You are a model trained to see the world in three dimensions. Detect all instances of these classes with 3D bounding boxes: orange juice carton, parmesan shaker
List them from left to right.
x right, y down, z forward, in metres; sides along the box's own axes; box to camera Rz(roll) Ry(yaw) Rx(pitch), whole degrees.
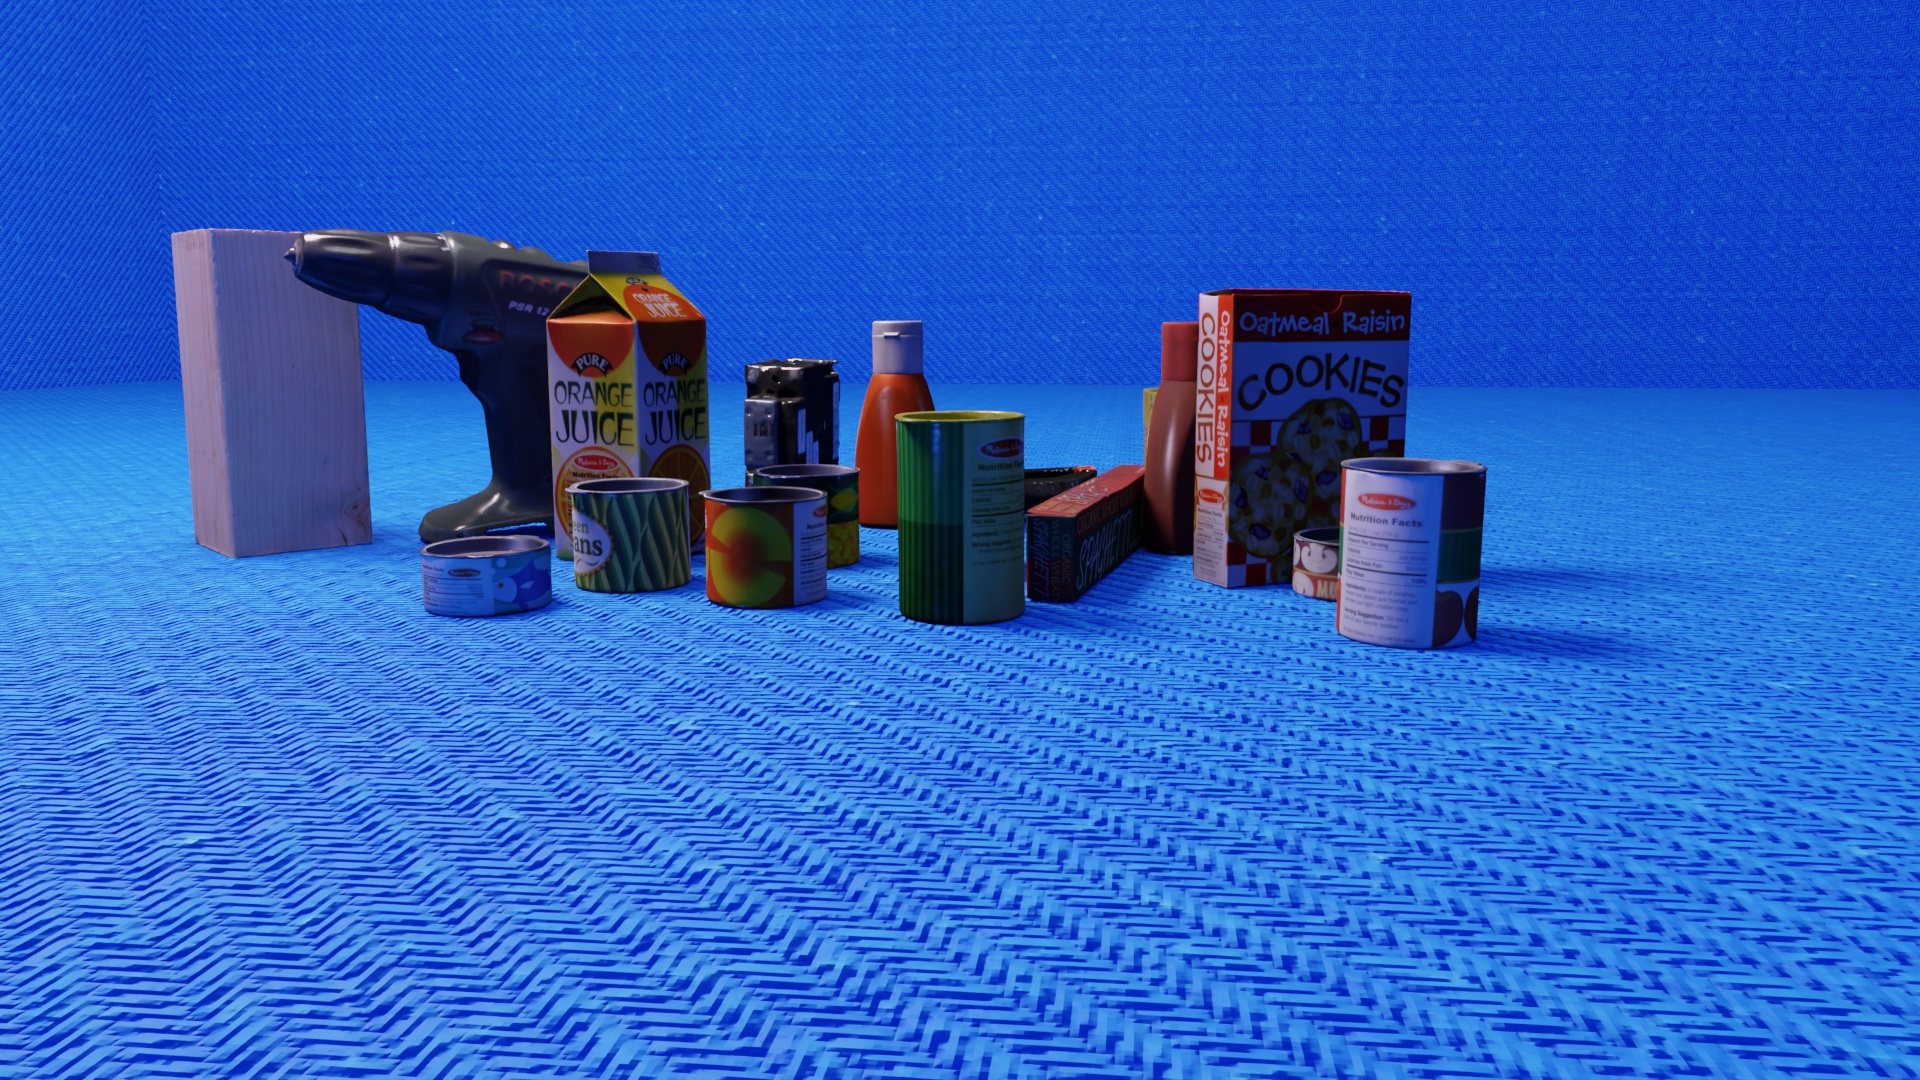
[{"bbox_3d":[-0.208,-0.085,0.875,0.073,0.192,0.072,4,10,26],"label":"orange juice carton"},{"bbox_3d":[-0.002,-0.013,0.711,0.071,0.103,0.071,0,9,0],"label":"parmesan shaker"}]

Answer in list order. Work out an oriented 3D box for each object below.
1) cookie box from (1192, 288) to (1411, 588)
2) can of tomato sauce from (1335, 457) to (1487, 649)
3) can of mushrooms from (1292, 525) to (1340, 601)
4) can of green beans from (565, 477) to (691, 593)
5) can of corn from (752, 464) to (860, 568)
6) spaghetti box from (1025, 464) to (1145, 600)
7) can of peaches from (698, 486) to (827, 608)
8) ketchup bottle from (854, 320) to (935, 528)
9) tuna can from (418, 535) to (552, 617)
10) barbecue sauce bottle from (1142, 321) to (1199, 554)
[{"bbox_3d":[0.199,-0.061,0.806,0.123,0.167,0.040,-4,9,-22],"label":"cookie box"},{"bbox_3d":[0.216,0.004,0.666,0.071,0.083,0.071,0,9,0],"label":"can of tomato sauce"},{"bbox_3d":[0.217,0.013,0.767,0.071,0.033,0.071,0,9,0],"label":"can of mushrooms"},{"bbox_3d":[-0.188,-0.004,0.796,0.071,0.057,0.071,0,9,0],"label":"can of green beans"},{"bbox_3d":[-0.096,-0.015,0.863,0.071,0.058,0.071,0,9,0],"label":"can of corn"},{"bbox_3d":[0.085,-0.010,0.855,0.029,0.050,0.251,3,10,18],"label":"spaghetti box"},{"bbox_3d":[-0.107,0.003,0.755,0.071,0.058,0.071,0,9,0],"label":"can of peaches"},{"bbox_3d":[-0.045,-0.084,1.005,0.065,0.148,0.043,2,9,11],"label":"ketchup bottle"},{"bbox_3d":[-0.250,0.018,0.739,0.071,0.032,0.071,0,9,0],"label":"tuna can"},{"bbox_3d":[0.148,-0.068,0.904,0.065,0.148,0.043,-8,12,-43],"label":"barbecue sauce bottle"}]
